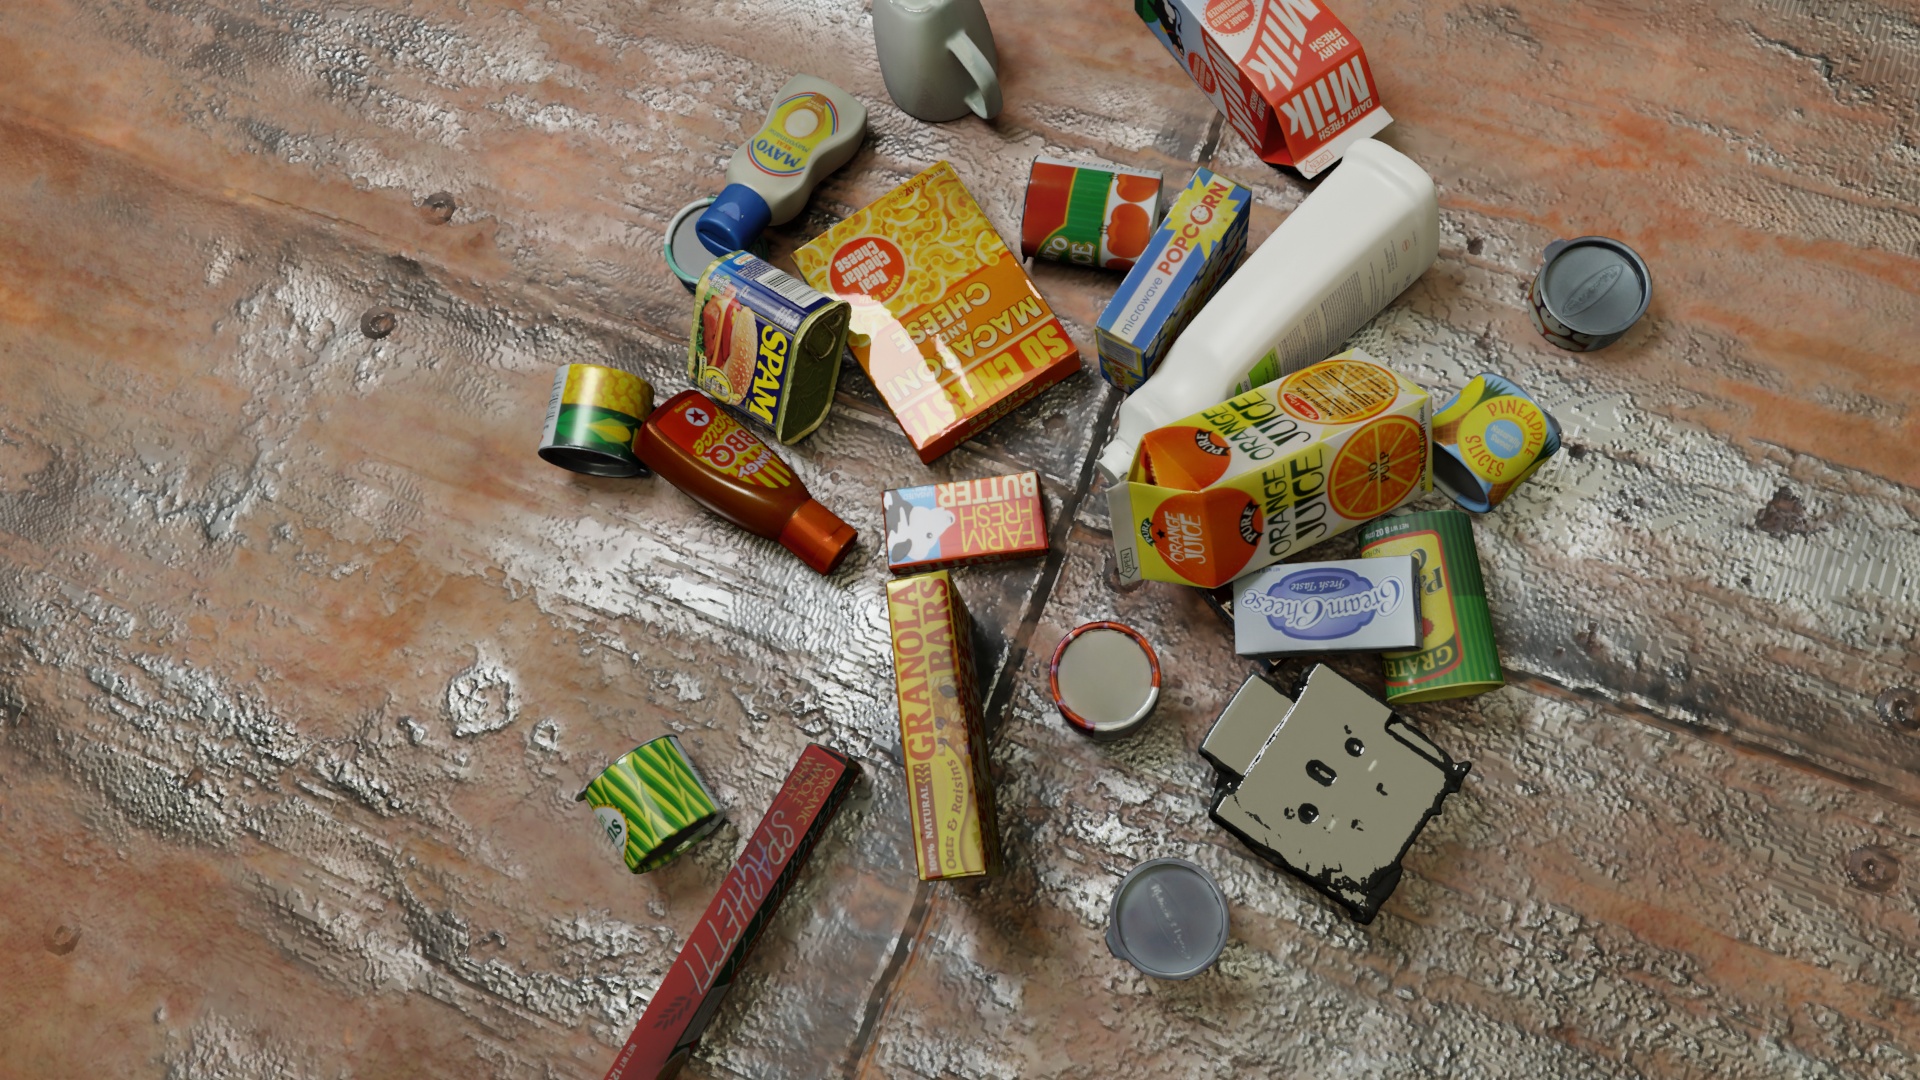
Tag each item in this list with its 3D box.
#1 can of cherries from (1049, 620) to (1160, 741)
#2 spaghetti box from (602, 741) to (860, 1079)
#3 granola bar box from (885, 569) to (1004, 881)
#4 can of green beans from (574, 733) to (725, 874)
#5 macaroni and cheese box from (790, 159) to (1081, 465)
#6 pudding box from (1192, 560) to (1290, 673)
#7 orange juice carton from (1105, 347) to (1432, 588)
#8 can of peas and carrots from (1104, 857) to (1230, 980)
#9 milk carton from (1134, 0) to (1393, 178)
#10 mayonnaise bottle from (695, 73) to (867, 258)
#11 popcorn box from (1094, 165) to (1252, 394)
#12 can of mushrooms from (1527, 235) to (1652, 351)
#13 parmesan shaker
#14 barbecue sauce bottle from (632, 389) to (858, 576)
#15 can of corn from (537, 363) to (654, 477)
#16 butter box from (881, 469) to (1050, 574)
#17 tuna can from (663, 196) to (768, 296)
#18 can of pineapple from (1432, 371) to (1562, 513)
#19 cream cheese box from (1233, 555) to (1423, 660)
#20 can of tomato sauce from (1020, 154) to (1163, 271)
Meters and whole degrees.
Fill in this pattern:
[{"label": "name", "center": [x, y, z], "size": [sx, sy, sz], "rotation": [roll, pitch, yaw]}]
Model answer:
[{"label": "can of cherries", "center": [0.085, 0.083, 0.834], "size": [0.071, 0.058, 0.071], "rotation": [-2, 76, 7]}, {"label": "spaghetti box", "center": [-0.138, 0.233, 0.828], "size": [0.029, 0.050, 0.250], "rotation": [29, 81, 12]}, {"label": "granola bar box", "center": [-0.009, 0.112, 0.804], "size": [0.039, 0.124, 0.166], "rotation": [-9, 75, 4]}, {"label": "can of green beans", "center": [-0.186, 0.161, 0.845], "size": [0.071, 0.071, 0.058], "rotation": [-36, 75, -2]}, {"label": "macaroni and cheese box", "center": [-0.016, -0.151, 0.916], "size": [0.124, 0.040, 0.167], "rotation": [-32, 74, -2]}, {"label": "pudding box", "center": [0.181, 0.033, 0.849], "size": [0.050, 0.030, 0.084], "rotation": [-39, 75, -4]}, {"label": "orange juice carton", "center": [0.174, -0.037, 0.814], "size": [0.193, 0.071, 0.073], "rotation": [-23, 37, -11]}, {"label": "can of peas and carrots", "center": [0.117, 0.217, 0.796], "size": [0.071, 0.058, 0.071], "rotation": [-2, 76, 8]}, {"label": "milk carton", "center": [0.198, -0.325, 0.916], "size": [0.072, 0.073, 0.191], "rotation": [-35, 75, -2]}, {"label": "mayonnaise bottle", "center": [-0.122, -0.248, 0.930], "size": [0.065, 0.041, 0.149], "rotation": [29, 61, 4]}, {"label": "popcorn box", "center": [0.134, -0.160, 0.875], "size": [0.038, 0.085, 0.127], "rotation": [32, 82, 16]}, {"label": "can of mushrooms", "center": [0.391, -0.156, 0.869], "size": [0.071, 0.033, 0.071], "rotation": [-2, 76, 7]}, {"label": "parmesan shaker", "center": [0.274, 0.040, 0.819], "size": [0.071, 0.071, 0.103], "rotation": [-8, 75, 5]}, {"label": "barbecue sauce bottle", "center": [-0.135, -0.035, 0.892], "size": [0.148, 0.043, 0.065], "rotation": [37, 40, 5]}, {"label": "can of corn", "center": [-0.236, -0.077, 0.912], "size": [0.071, 0.071, 0.058], "rotation": [6, 77, 9]}, {"label": "butter box", "center": [0.003, -0.011, 0.886], "size": [0.103, 0.024, 0.053], "rotation": [-7, 75, 5]}, {"label": "tuna can", "center": [-0.166, -0.197, 0.950], "size": [0.071, 0.032, 0.071], "rotation": [-2, 75, 7]}, {"label": "can of pineapple", "center": [0.315, -0.058, 0.835], "size": [0.058, 0.071, 0.071], "rotation": [-42, 75, -3]}, {"label": "cream cheese box", "center": [0.210, 0.039, 0.799], "size": [0.103, 0.024, 0.053], "rotation": [-6, 77, 27]}, {"label": "can of tomato sauce", "center": [0.085, -0.210, 0.905], "size": [0.083, 0.071, 0.071], "rotation": [10, 78, 9]}]
